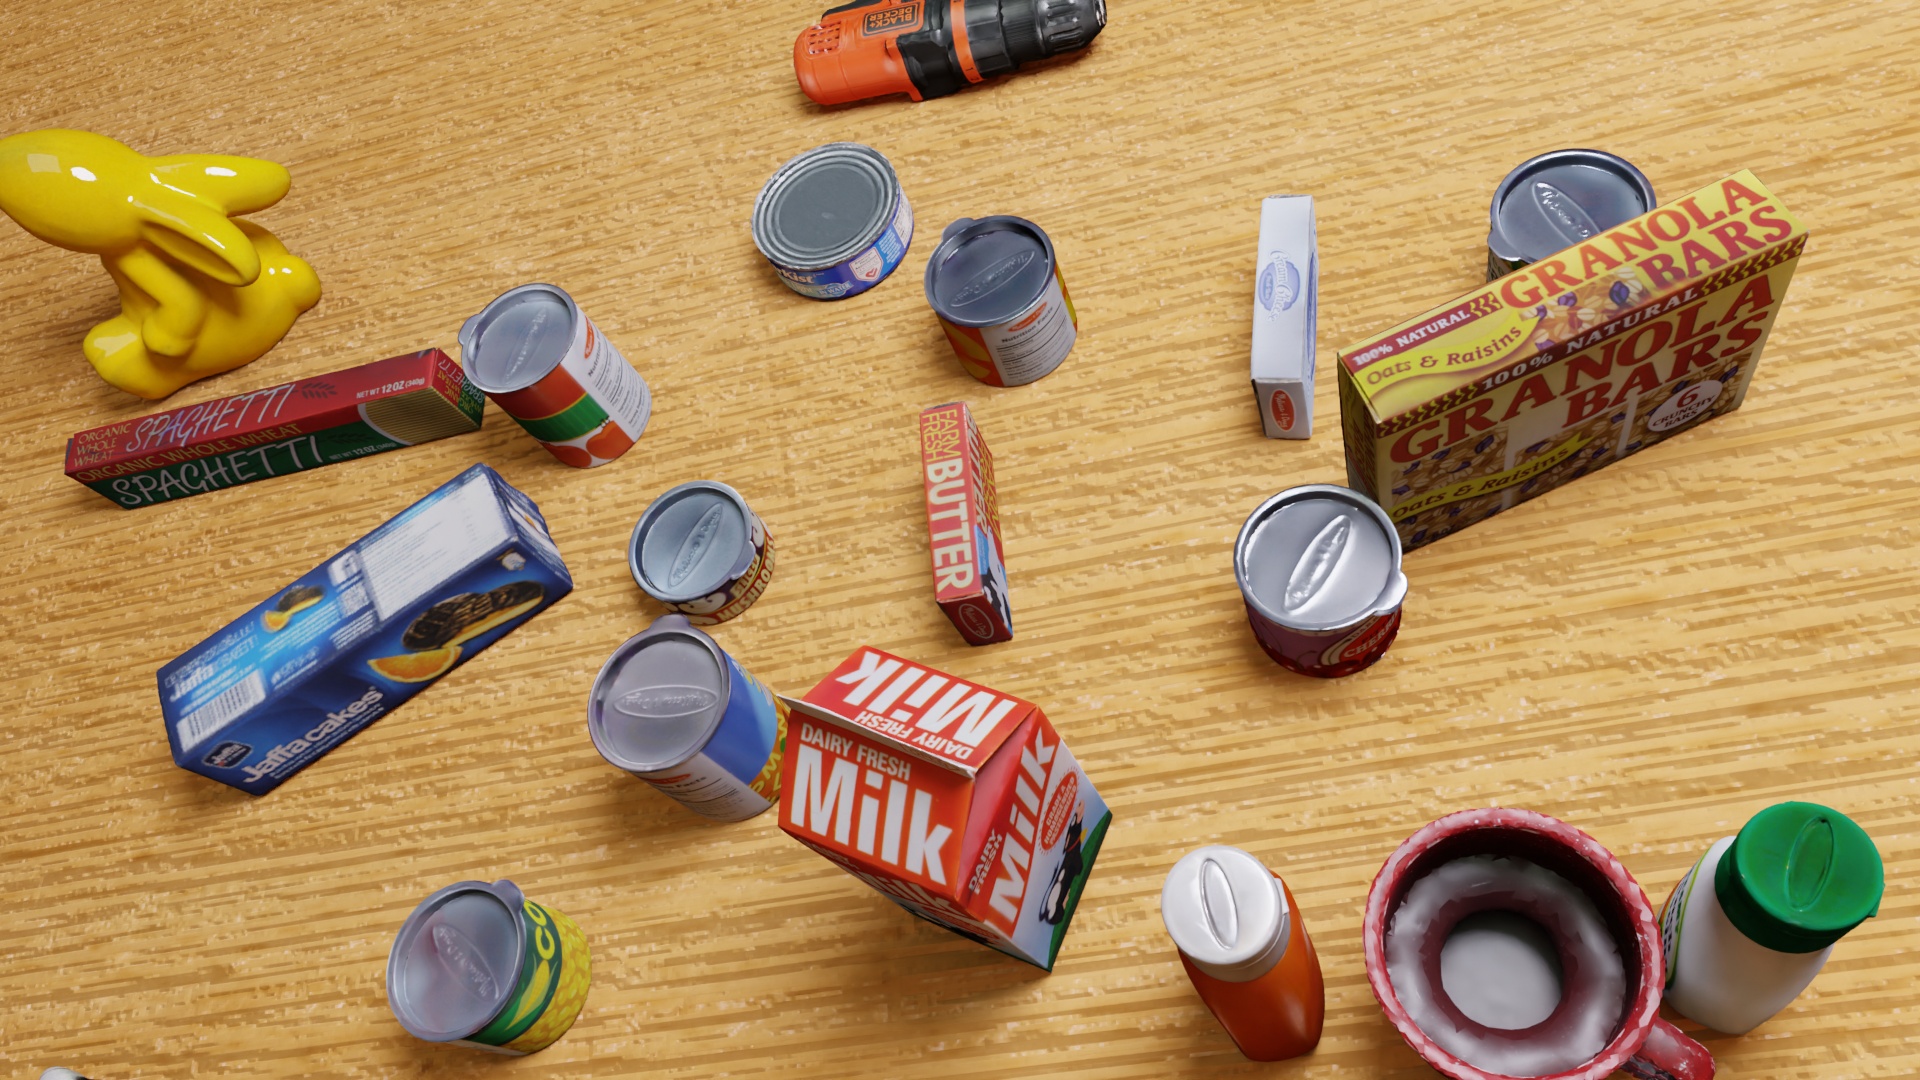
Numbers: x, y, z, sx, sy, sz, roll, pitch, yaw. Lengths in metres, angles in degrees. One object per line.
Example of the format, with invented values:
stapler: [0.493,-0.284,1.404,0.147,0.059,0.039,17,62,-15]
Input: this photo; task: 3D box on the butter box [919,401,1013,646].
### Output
butter box: [0.002,-0.008,0.647,0.024,0.053,0.104,-12,61,12]

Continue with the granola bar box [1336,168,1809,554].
granola bar box: [0.237,-0.065,0.560,0.165,0.124,0.039,-24,59,5]

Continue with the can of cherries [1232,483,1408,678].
can of cherries: [0.153,0.020,0.582,0.071,0.058,0.072,-7,62,14]

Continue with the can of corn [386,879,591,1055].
can of corn: [-0.203,0.187,0.610,0.071,0.058,0.071,-7,62,14]

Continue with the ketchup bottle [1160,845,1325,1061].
ketchup bottle: [0.100,0.141,0.484,0.043,0.148,0.065,-16,61,10]

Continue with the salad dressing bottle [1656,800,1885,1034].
salad dressing bottle: [0.255,0.120,0.446,0.044,0.147,0.064,21,72,26]

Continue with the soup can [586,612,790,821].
soup can: [-0.116,0.081,0.621,0.071,0.083,0.071,-7,62,14]

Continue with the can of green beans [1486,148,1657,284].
can of green beans: [0.271,-0.131,0.622,0.071,0.057,0.071,-7,62,14]

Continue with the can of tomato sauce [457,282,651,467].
can of tomato sauce: [-0.214,-0.086,0.739,0.071,0.083,0.071,-7,62,14]

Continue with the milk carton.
milk carton: [-0.004,0.099,0.514,0.072,0.190,0.073,16,70,24]

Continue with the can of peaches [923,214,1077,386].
can of peaches: [0.020,-0.121,0.696,0.071,0.058,0.071,-7,62,14]

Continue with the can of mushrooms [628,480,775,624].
can of mushrooms: [-0.126,0.007,0.692,0.071,0.033,0.071,-7,62,14]

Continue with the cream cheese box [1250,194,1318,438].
cream cheese box: [0.152,-0.104,0.648,0.024,0.053,0.104,0,64,18]

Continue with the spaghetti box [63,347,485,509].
spaghetti box: [-0.399,-0.063,0.805,0.250,0.050,0.029,-11,61,12]
